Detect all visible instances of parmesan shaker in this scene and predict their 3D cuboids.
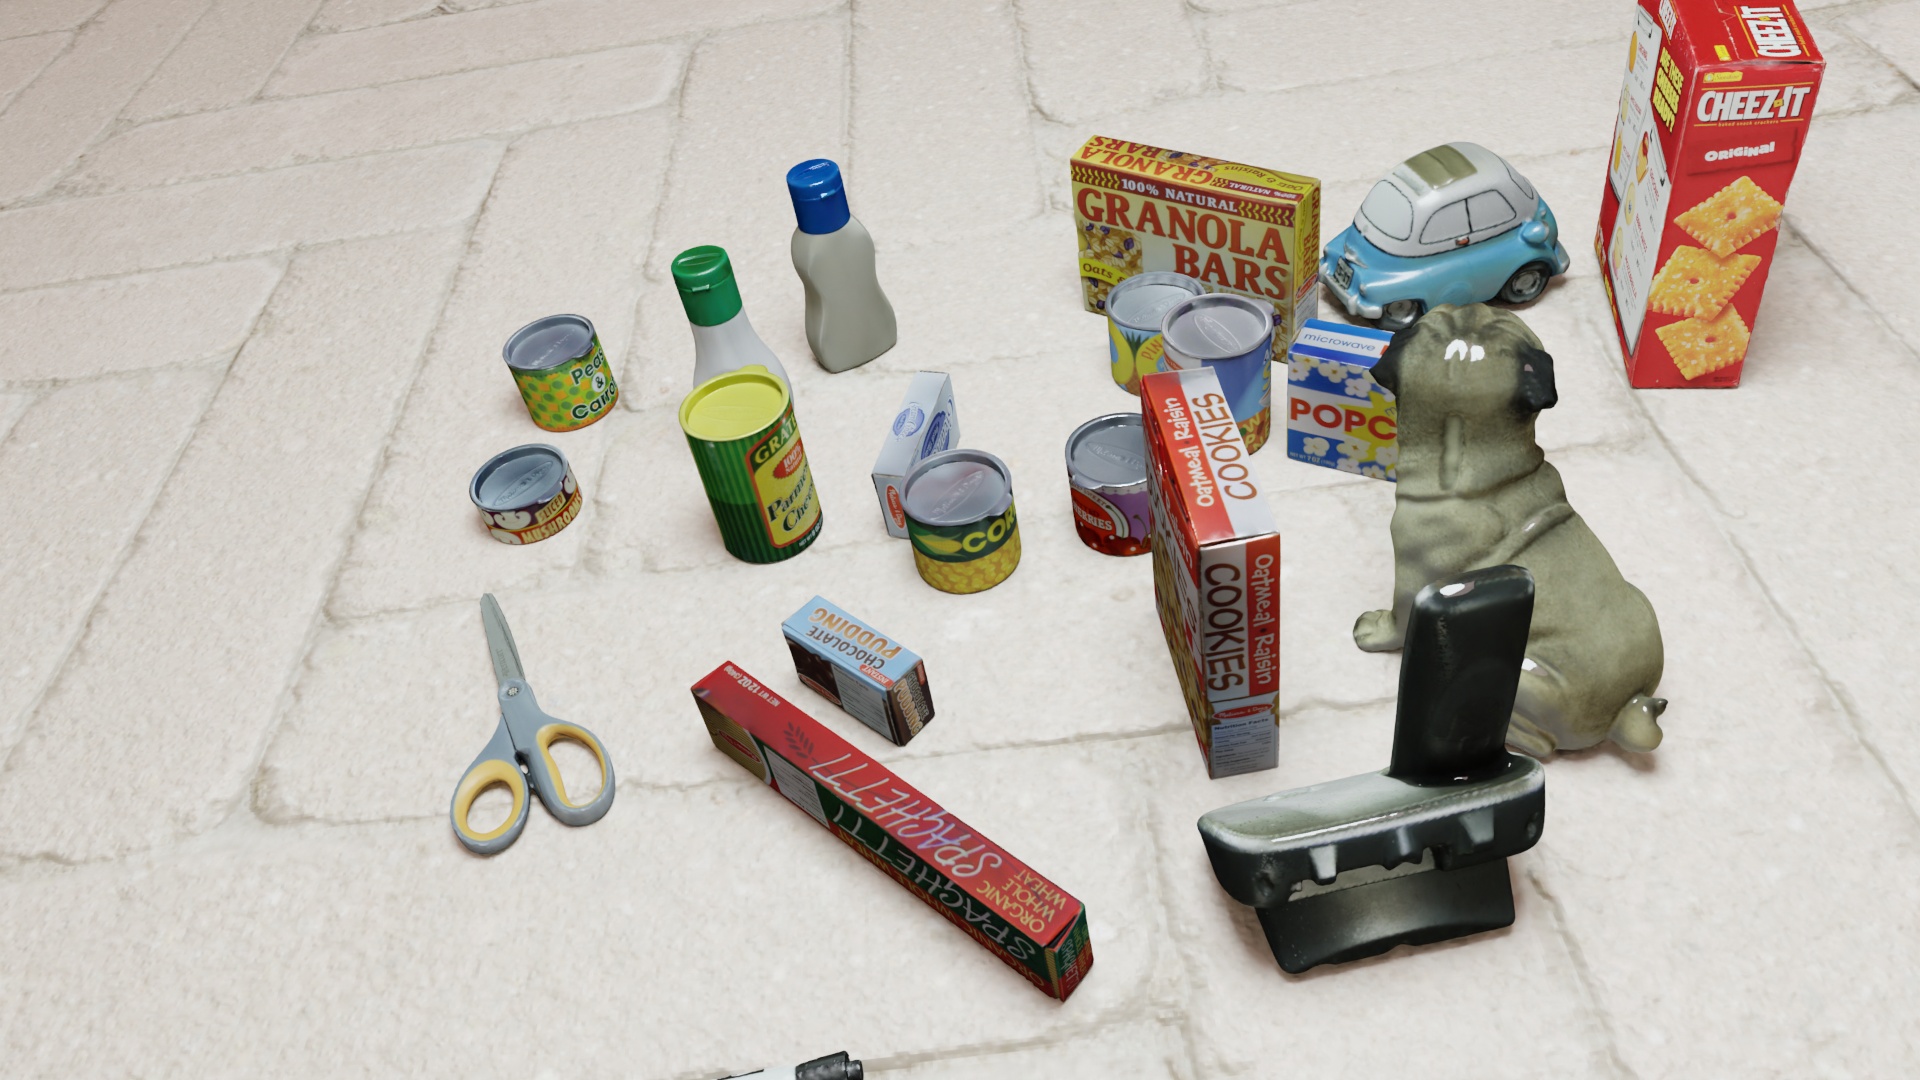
[{"bbox_3d":[-0.125,-0.046,0.851,0.071,0.102,0.072,-6,43,6],"label":"parmesan shaker"}]

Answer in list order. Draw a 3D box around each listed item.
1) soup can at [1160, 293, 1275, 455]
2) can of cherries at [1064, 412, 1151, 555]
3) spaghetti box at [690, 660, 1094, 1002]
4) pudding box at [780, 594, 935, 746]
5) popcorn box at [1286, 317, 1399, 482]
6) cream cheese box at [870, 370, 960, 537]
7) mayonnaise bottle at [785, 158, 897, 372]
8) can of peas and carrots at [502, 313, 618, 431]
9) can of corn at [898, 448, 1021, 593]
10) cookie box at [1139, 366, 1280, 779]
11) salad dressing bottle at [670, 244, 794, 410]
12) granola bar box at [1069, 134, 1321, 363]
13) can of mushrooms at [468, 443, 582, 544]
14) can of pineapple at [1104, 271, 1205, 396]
[{"bbox_3d":[0.162,-0.101,0.862,0.071,0.083,0.072,-6,43,6],"label":"soup can"},{"bbox_3d":[0.095,-0.032,0.822,0.071,0.058,0.072,-6,43,6],"label":"can of cherries"},{"bbox_3d":[-0.040,0.136,0.681,0.250,0.050,0.029,28,56,34],"label":"spaghetti box"},{"bbox_3d":[-0.056,0.070,0.754,0.084,0.049,0.030,27,55,34],"label":"pudding box"},{"bbox_3d":[0.257,-0.077,0.816,0.127,0.084,0.038,16,50,26],"label":"popcorn box"},{"bbox_3d":[-0.027,-0.055,0.876,0.024,0.053,0.104,4,45,16],"label":"cream cheese box"},{"bbox_3d":[-0.086,-0.190,0.961,0.065,0.147,0.041,-28,46,-17],"label":"mayonnaise bottle"},{"bbox_3d":[-0.283,-0.120,0.994,0.071,0.058,0.071,-6,43,6],"label":"can of peas and carrots"},{"bbox_3d":[0.003,-0.010,0.819,0.071,0.058,0.071,-6,43,6],"label":"can of corn"},{"bbox_3d":[0.122,0.017,0.686,0.040,0.166,0.123,-11,43,1],"label":"cookie box"},{"bbox_3d":[-0.149,-0.120,0.901,0.064,0.147,0.044,-9,43,3],"label":"salad dressing bottle"},{"bbox_3d":[0.156,-0.196,0.933,0.166,0.123,0.039,21,52,30],"label":"granola bar box"},{"bbox_3d":[-0.285,-0.030,0.919,0.071,0.033,0.071,-6,43,6],"label":"can of mushrooms"},{"bbox_3d":[0.132,-0.136,0.924,0.071,0.057,0.071,-6,43,6],"label":"can of pineapple"}]
